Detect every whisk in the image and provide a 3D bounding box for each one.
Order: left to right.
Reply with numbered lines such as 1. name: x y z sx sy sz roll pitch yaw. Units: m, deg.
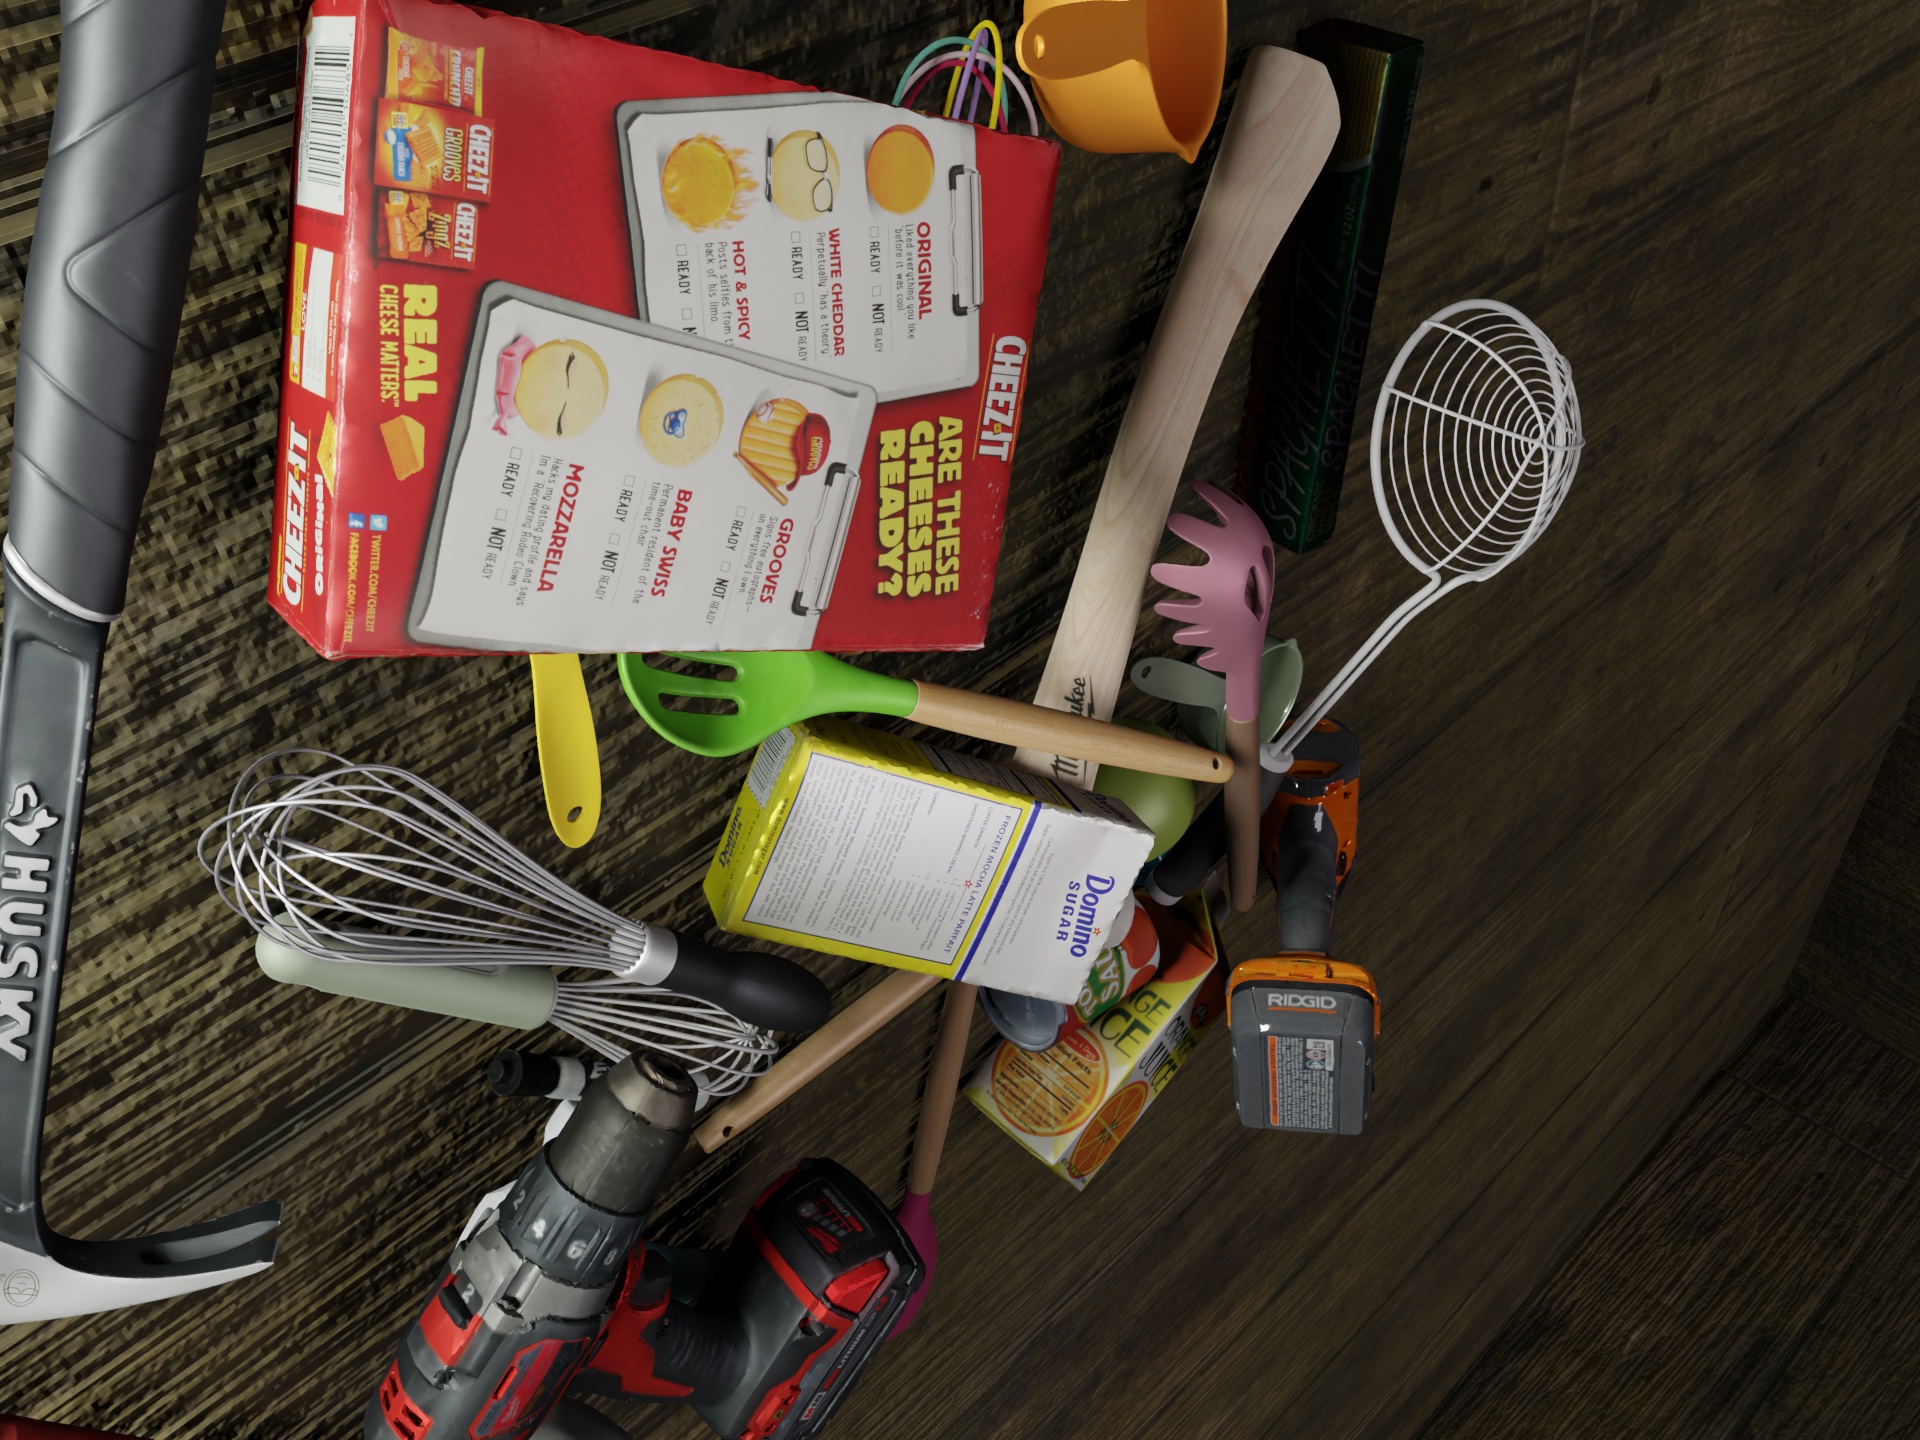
1. whisk: -0.156 0.107 0.611 0.246 0.058 0.059 27 90 -50
2. whisk: -0.137 0.076 0.573 0.284 0.070 0.070 30 92 -49
3. whisk: -0.020 -0.131 0.591 0.051 0.047 0.244 -17 132 -44

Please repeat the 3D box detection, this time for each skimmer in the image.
1. skimmer: 0.183 -0.042 0.816 0.127 0.090 0.363 2 138 -32

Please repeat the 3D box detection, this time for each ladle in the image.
1. ladle: -0.004 0.107 0.804 0.320 0.062 0.078 -36 119 -16

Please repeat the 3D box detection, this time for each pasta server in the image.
1. pasta server: 0.129 0.008 0.766 0.060 0.040 0.315 -55 153 -26

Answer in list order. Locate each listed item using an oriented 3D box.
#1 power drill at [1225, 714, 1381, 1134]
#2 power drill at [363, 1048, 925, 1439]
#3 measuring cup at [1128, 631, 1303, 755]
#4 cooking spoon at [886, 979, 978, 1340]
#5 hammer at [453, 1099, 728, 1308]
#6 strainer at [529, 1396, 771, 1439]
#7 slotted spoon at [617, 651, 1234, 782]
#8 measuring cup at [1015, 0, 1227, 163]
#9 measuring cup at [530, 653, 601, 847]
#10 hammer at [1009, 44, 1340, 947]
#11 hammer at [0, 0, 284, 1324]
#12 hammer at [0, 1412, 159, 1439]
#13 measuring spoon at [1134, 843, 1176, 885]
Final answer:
1. power drill: 0.209 0.131 0.963 0.164 0.084 0.227 77 19 -45
2. power drill: -0.115 0.229 0.668 0.226 0.080 0.188 24 100 -52
3. measuring cup: 0.126 -0.022 0.856 0.167 0.038 0.083 12 108 -51
4. cooking spoon: -0.020 0.247 0.905 0.068 0.017 0.318 -14 127 -39
5. hammer: -0.127 0.276 0.789 0.128 0.033 0.330 -54 145 -5
6. strainer: -0.161 0.337 0.733 0.256 0.151 0.069 5 82 -54
7. slotted spoon: -0.001 -0.002 0.653 0.313 0.031 0.070 12 76 -35
8. measuring cup: 0.038 -0.230 0.533 0.174 0.052 0.095 -41 132 -52
9. measuring cup: -0.145 -0.020 0.544 0.062 0.029 0.156 -29 139 -33
10. hammer: 0.069 -0.092 0.713 0.146 0.038 0.410 11 104 -26
11. hammer: -0.226 -0.016 0.407 0.149 0.036 0.409 10 107 -21
12. hammer: -0.311 0.240 0.511 0.149 0.037 0.358 -15 148 4
13. measuring spoon: 0.088 0.078 0.898 0.128 0.021 0.042 5 113 -53
